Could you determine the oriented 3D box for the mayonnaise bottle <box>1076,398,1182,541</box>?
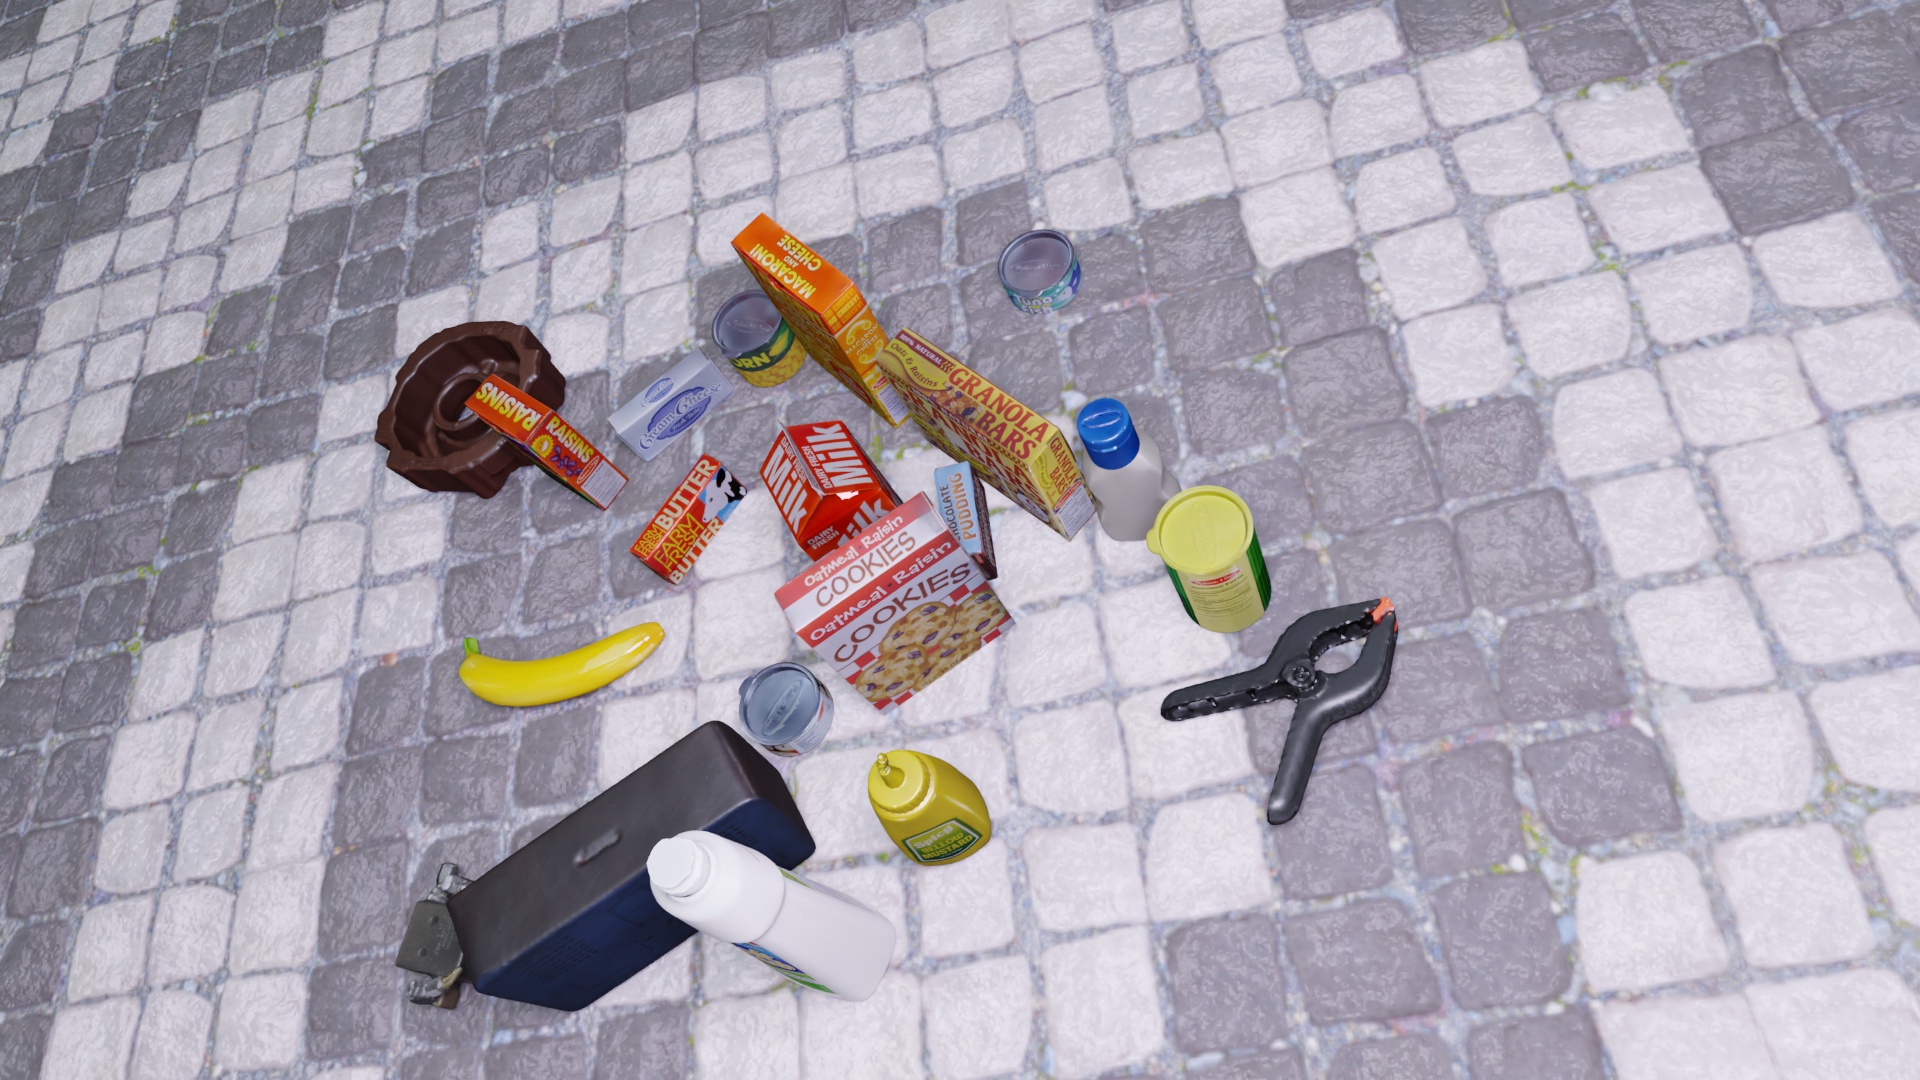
[{"bbox_3d":[0.118,-0.049,0.988,0.065,0.147,0.041,-13,60,13],"label":"mayonnaise bottle"}]

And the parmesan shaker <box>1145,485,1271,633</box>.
[{"bbox_3d":[0.173,0.015,0.961,0.071,0.102,0.071,-8,61,16],"label":"parmesan shaker"}]

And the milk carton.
[{"bbox_3d":[-0.083,-0.020,1.019,0.073,0.190,0.072,-33,58,1],"label":"milk carton"}]

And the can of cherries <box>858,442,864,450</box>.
[{"bbox_3d":[-0.099,-0.043,1.116,0.071,0.058,0.072,-8,61,16],"label":"can of cherries"}]

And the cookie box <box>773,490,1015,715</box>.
[{"bbox_3d":[-0.042,0.048,0.983,0.123,0.167,0.040,-35,58,0],"label":"cookie box"}]

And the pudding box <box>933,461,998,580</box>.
[{"bbox_3d":[0.004,-0.013,1.068,0.030,0.049,0.084,-15,60,12],"label":"pudding box"}]

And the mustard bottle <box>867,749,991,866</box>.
[{"bbox_3d":[-0.027,0.172,0.916,0.065,0.159,0.049,-25,58,6],"label":"mustard bottle"}]

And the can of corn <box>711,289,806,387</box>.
[{"bbox_3d":[-0.176,-0.173,1.212,0.071,0.058,0.071,-8,61,16],"label":"can of corn"}]

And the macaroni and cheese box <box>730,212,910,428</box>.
[{"bbox_3d":[-0.105,-0.175,1.123,0.040,0.166,0.124,-45,58,-6],"label":"macaroni and cheese box"}]

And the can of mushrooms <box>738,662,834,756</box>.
[{"bbox_3d":[-0.133,0.127,1.052,0.071,0.033,0.071,-8,61,16],"label":"can of mushrooms"}]

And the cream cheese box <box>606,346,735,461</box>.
[{"bbox_3d":[-0.251,-0.118,1.213,0.104,0.053,0.024,-39,58,-3],"label":"cream cheese box"}]

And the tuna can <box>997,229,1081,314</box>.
[{"bbox_3d":[0.067,-0.223,1.166,0.071,0.032,0.071,-8,61,16],"label":"tuna can"}]

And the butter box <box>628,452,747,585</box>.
[{"bbox_3d":[-0.224,-0.017,1.150,0.024,0.053,0.104,28,76,30],"label":"butter box"}]

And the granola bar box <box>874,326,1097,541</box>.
[{"bbox_3d":[0.021,-0.081,1.053,0.166,0.124,0.039,37,81,31],"label":"granola bar box"}]

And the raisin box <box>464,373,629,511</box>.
[{"bbox_3d":[-0.353,-0.083,1.189,0.086,0.123,0.040,30,77,30],"label":"raisin box"}]
